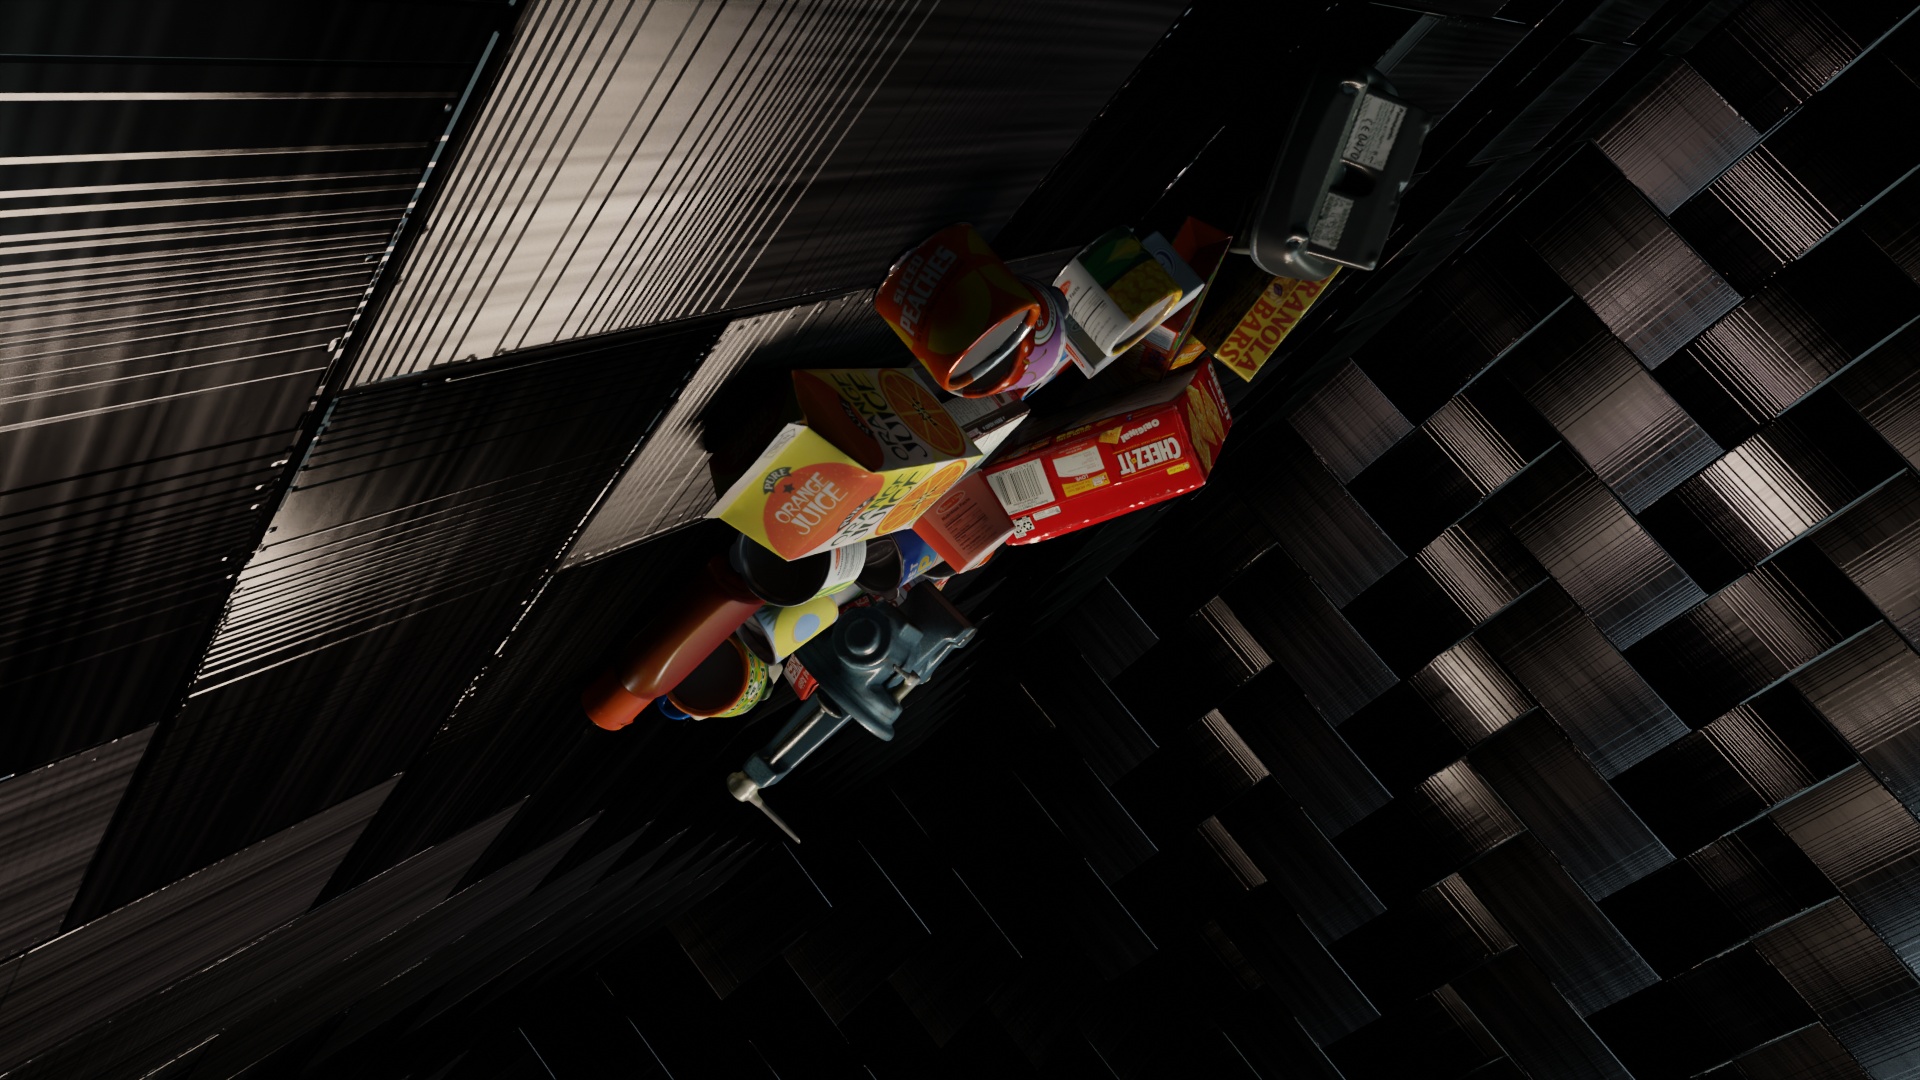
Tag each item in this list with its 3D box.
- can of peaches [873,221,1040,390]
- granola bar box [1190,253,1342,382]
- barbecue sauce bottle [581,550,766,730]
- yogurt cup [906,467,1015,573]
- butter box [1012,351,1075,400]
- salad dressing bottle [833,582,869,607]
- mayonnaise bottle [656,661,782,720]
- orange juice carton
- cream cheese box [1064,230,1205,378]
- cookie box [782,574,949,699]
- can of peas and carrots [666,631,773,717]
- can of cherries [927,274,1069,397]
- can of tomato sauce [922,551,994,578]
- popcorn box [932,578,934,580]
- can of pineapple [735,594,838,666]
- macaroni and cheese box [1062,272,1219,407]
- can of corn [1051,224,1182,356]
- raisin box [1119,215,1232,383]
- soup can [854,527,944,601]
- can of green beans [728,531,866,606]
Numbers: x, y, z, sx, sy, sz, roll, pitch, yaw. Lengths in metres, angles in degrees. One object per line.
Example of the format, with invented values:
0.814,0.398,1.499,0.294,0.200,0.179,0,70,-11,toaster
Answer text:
-0.002,-0.119,0.708,0.071,0.058,0.071,-38,171,-7,can of peaches
0.247,-0.213,1.079,0.165,0.039,0.124,-52,-165,14,granola bar box
-0.190,0.068,0.914,0.148,0.044,0.065,-42,170,20,barbecue sauce bottle
0.004,-0.013,1.019,0.072,0.054,0.072,-38,174,-5,yogurt cup
0.079,-0.146,1.012,0.104,0.024,0.053,-36,171,-20,butter box
-0.098,0.032,1.102,0.064,0.044,0.148,-39,173,36,salad dressing bottle
-0.198,0.118,1.128,0.064,0.041,0.148,-43,171,11,mayonnaise bottle
-0.067,-0.045,0.760,0.071,0.073,0.193,-43,170,22,orange juice carton
0.113,-0.165,0.964,0.104,0.053,0.024,-38,172,-11,cream cheese box
-0.093,0.084,1.388,0.168,0.040,0.122,-35,170,-26,cookie box
-0.178,0.098,1.020,0.071,0.071,0.058,-40,170,1,can of peas and carrots
0.020,-0.117,0.779,0.071,0.071,0.058,-45,168,29,can of cherries
-0.010,-0.002,1.226,0.071,0.071,0.083,-42,171,15,can of tomato sauce
0.022,-0.020,1.353,0.127,0.038,0.084,-32,169,-42,popcorn box
-0.128,0.044,0.977,0.058,0.071,0.070,-36,170,-24,can of pineapple
0.182,-0.171,1.255,0.166,0.040,0.124,-43,171,25,macaroni and cheese box
0.105,-0.165,0.913,0.071,0.058,0.071,-38,171,-7,can of corn
0.161,-0.179,1.047,0.086,0.040,0.123,-62,174,-9,raisin box
-0.043,-0.001,1.078,0.084,0.071,0.071,-30,167,-46,soup can
-0.101,0.006,0.893,0.071,0.071,0.058,-42,171,18,can of green beans
